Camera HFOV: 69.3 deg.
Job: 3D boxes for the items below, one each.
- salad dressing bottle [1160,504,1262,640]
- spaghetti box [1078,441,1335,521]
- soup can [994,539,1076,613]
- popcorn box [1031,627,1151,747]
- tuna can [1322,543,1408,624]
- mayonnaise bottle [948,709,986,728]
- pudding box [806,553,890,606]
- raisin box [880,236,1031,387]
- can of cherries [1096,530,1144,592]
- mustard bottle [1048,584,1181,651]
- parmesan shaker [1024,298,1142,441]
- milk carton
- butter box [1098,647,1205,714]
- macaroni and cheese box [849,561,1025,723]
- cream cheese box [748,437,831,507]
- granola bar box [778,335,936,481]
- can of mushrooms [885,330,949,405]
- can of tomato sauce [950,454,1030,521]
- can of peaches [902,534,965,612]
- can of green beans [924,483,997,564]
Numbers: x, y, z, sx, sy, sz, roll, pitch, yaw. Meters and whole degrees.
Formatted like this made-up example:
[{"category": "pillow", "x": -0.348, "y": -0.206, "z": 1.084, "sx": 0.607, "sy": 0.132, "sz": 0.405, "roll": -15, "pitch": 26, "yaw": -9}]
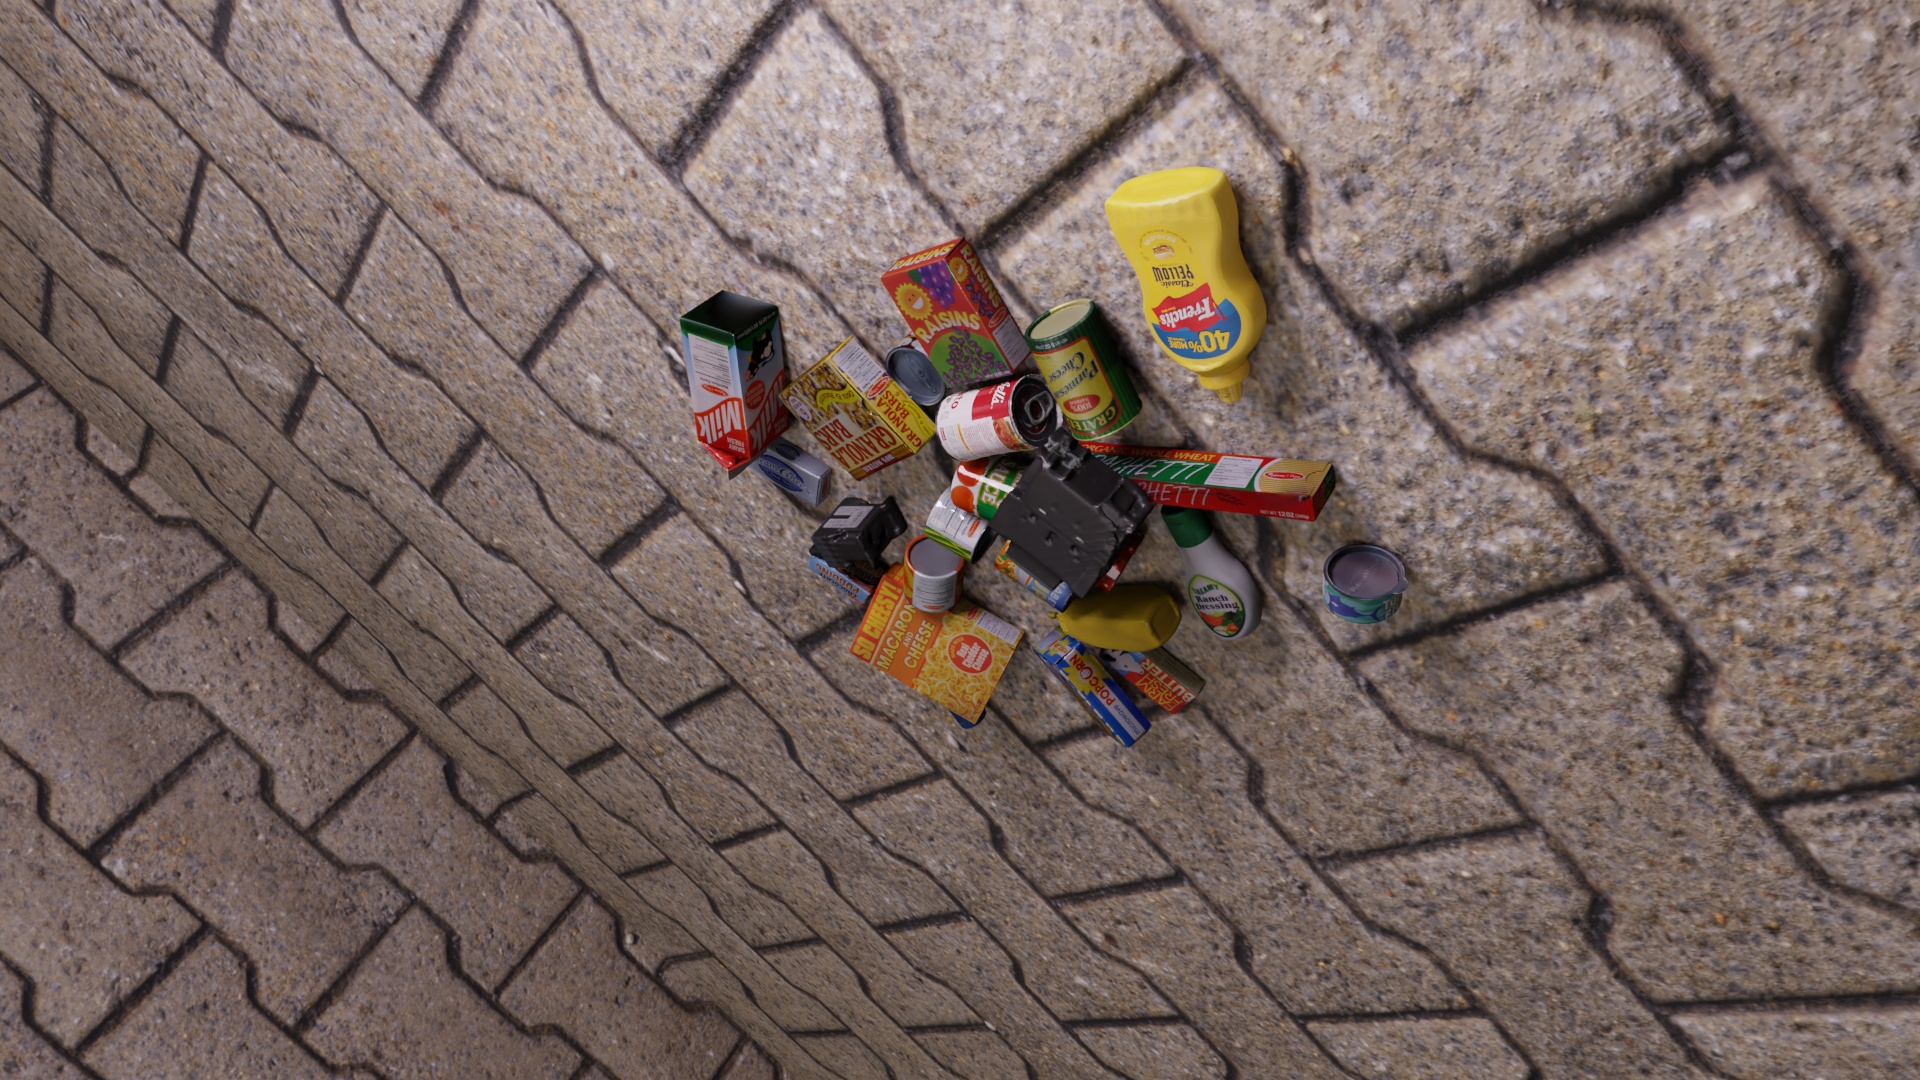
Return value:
[{"category": "salad dressing bottle", "x": 0.228, "y": 0.024, "z": 1.274, "sx": 0.064, "sy": 0.044, "sz": 0.147, "roll": -5, "pitch": 125, "yaw": 43}, {"category": "spaghetti box", "x": 0.199, "y": -0.054, "z": 1.210, "sx": 0.250, "sy": 0.050, "sz": 0.028, "roll": 8, "pitch": 133, "yaw": 36}, {"category": "soup can", "x": 0.084, "y": 0.023, "z": 1.377, "sx": 0.084, "sy": 0.072, "sz": 0.071, "roll": 33, "pitch": 144, "yaw": 8}, {"category": "popcorn box", "x": 0.139, "y": 0.155, "z": 1.470, "sx": 0.126, "sy": 0.038, "sz": 0.085, "roll": 49, "pitch": 175, "yaw": -14}, {"category": "tuna can", "x": 0.341, "y": 0.037, "z": 1.169, "sx": 0.071, "sy": 0.071, "sz": 0.032, "roll": 17, "pitch": 140, "yaw": 27}, {"category": "mayonnaise bottle", "x": -0.022, "y": 0.159, "z": 1.646, "sx": 0.064, "sy": 0.041, "sz": 0.147, "roll": -12, "pitch": 122, "yaw": 42}, {"category": "pudding box", "x": -0.128, "y": 0.032, "z": 1.594, "sx": 0.084, "sy": 0.050, "sz": 0.030, "roll": 35, "pitch": 143, "yaw": 6}, {"category": "raisin box", "x": -0.003, "y": -0.202, "z": 1.240, "sx": 0.086, "sy": 0.040, "sz": 0.123, "roll": -6, "pitch": 126, "yaw": 46}, {"category": "can of cherries", "x": 0.134, "y": 0.007, "z": 1.317, "sx": 0.058, "sy": 0.072, "sz": 0.071, "roll": 34, "pitch": 144, "yaw": 8}, {"category": "mustard bottle", "x": 0.146, "y": 0.077, "z": 1.393, "sx": 0.160, "sy": 0.065, "sz": 0.048, "roll": -2, "pitch": 127, "yaw": 52}, {"category": "parmesan shaker", "x": 0.102, "y": -0.145, "z": 1.183, "sx": 0.071, "sy": 0.072, "sz": 0.102, "roll": -3, "pitch": 127, "yaw": 43}, {"category": "milk carton", "x": -0.231, "y": -0.155, "z": 1.444, "sx": 0.073, "sy": 0.073, "sz": 0.189, "roll": 20, "pitch": 132, "yaw": 25}, {"category": "butter box", "x": 0.197, "y": 0.133, "z": 1.437, "sx": 0.103, "sy": 0.024, "sz": 0.053, "roll": 39, "pitch": 144, "yaw": 1}, {"category": "macaroni and cheese box", "x": -0.028, "y": 0.115, "z": 1.560, "sx": 0.166, "sy": 0.040, "sz": 0.123, "roll": 29, "pitch": 123, "yaw": 5}, {"category": "cream cheese box", "x": -0.194, "y": -0.083, "z": 1.549, "sx": 0.104, "sy": 0.024, "sz": 0.053, "roll": 30, "pitch": 142, "yaw": 12}, {"category": "granola bar box", "x": -0.105, "y": -0.126, "z": 1.379, "sx": 0.124, "sy": 0.039, "sz": 0.165, "roll": 47, "pitch": 158, "yaw": -11}, {"category": "can of mushrooms", "x": -0.037, "y": -0.164, "z": 1.315, "sx": 0.071, "sy": 0.034, "sz": 0.070, "roll": 23, "pitch": 142, "yaw": 20}, {"category": "can of tomato sauce", "x": 0.042, "y": -0.049, "z": 1.341, "sx": 0.083, "sy": 0.071, "sz": 0.070, "roll": 23, "pitch": 141, "yaw": 22}, {"category": "can of peaches", "x": -0.029, "y": 0.032, "z": 1.495, "sx": 0.071, "sy": 0.071, "sz": 0.057, "roll": 26, "pitch": 142, "yaw": 18}, {"category": "can of green beans", "x": 0.005, "y": -0.018, "z": 1.408, "sx": 0.058, "sy": 0.071, "sz": 0.071, "roll": 31, "pitch": 143, "yaw": 13}]
